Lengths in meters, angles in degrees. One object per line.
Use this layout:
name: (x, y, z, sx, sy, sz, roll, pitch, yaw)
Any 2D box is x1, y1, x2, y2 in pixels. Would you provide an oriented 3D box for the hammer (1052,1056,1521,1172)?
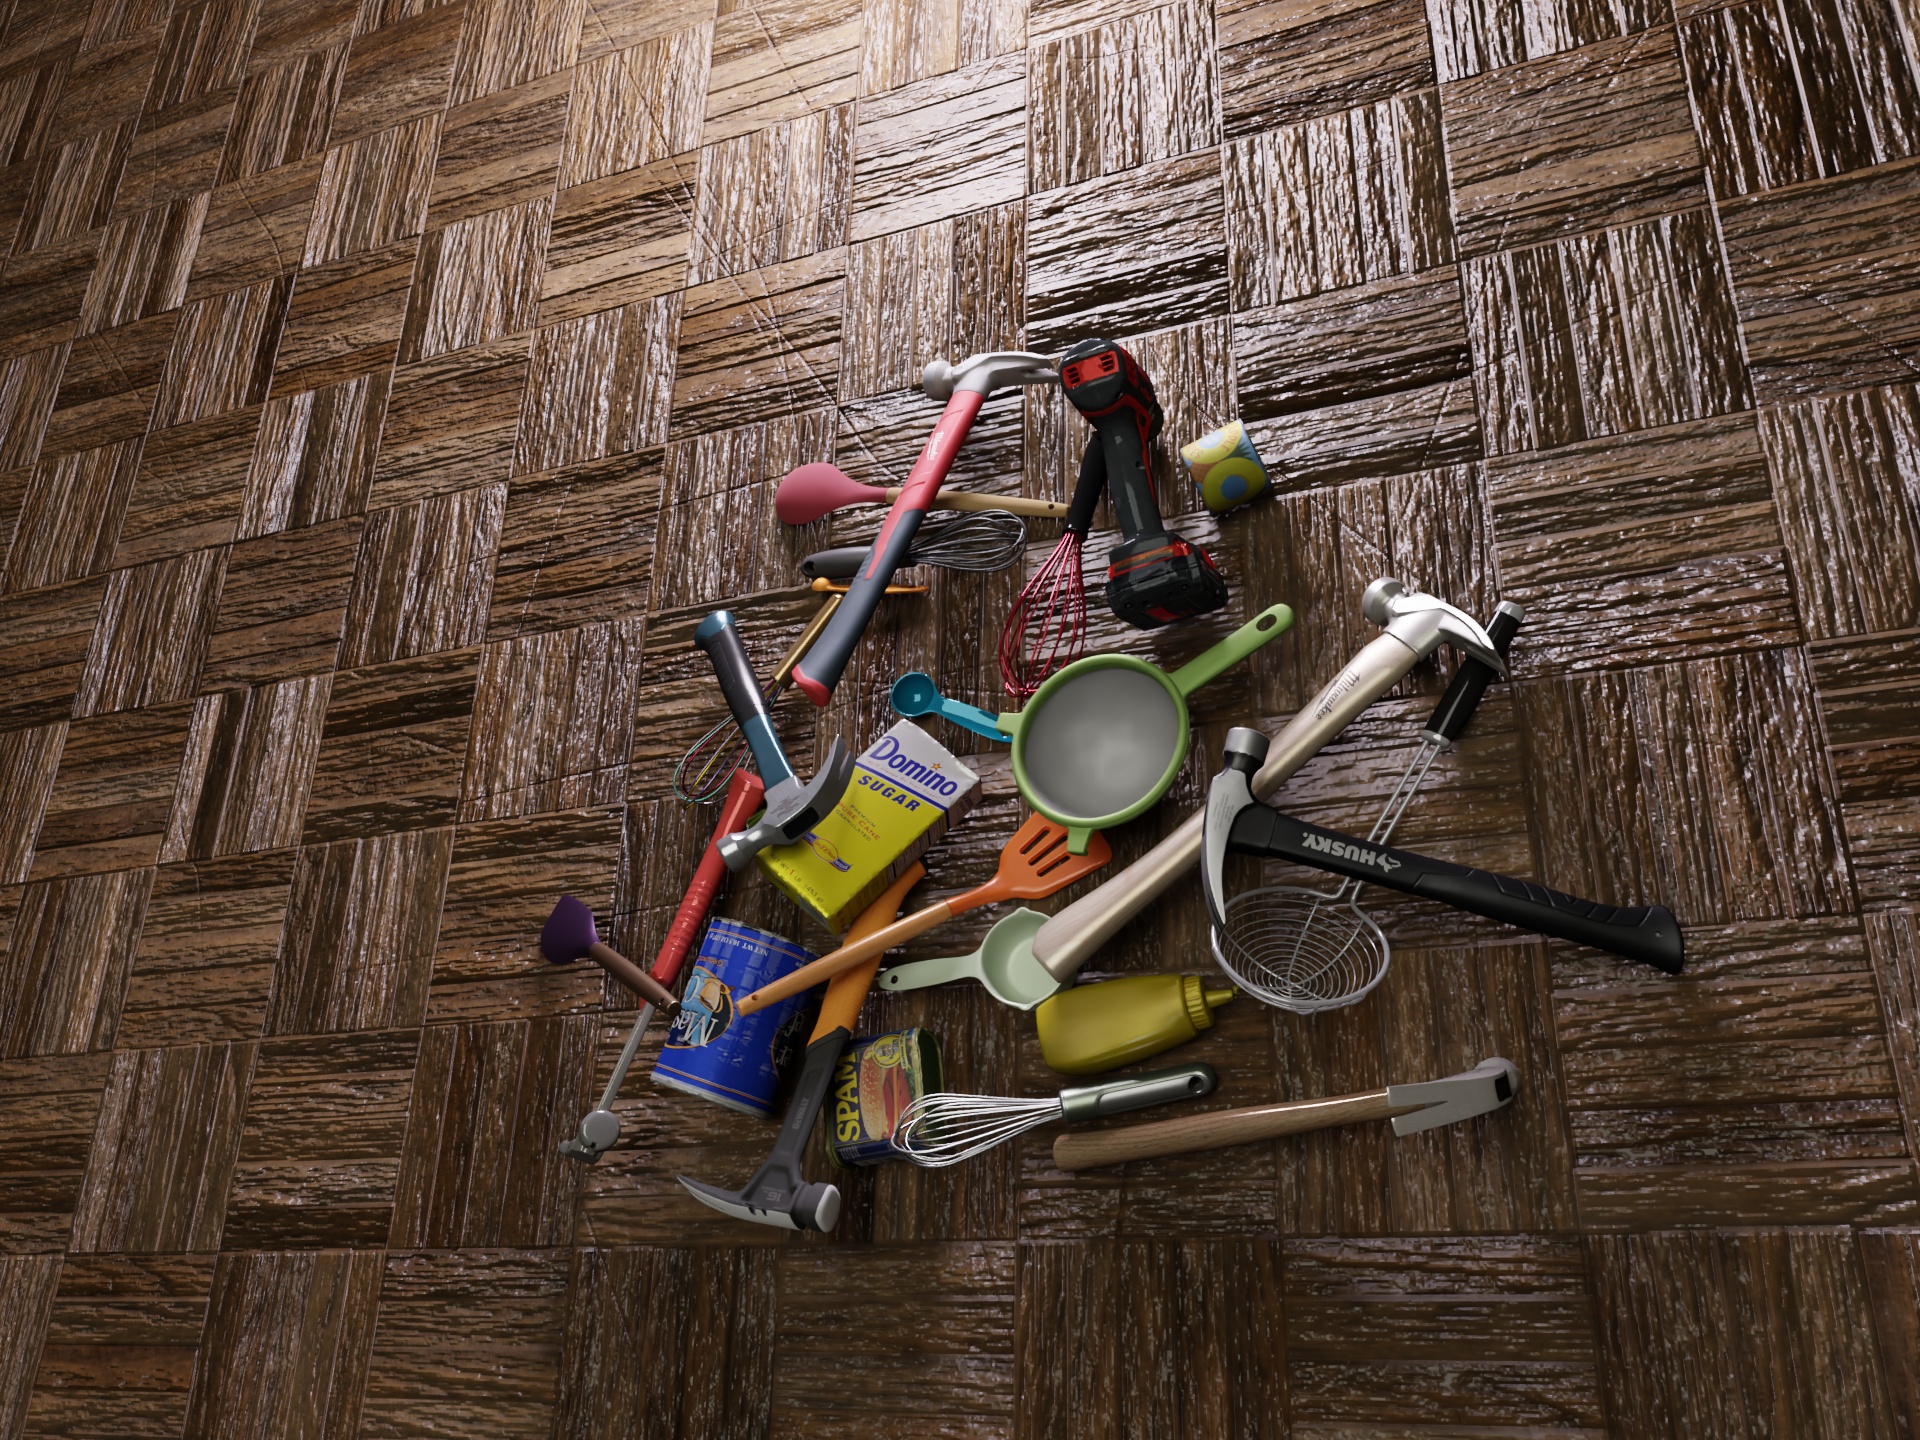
hammer: (0.215, 0.282, 1.114, 0.331, 0.130, 0.031, -17, 77, 27)

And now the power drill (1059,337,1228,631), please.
power drill: (0.153, -0.195, 1.329, 0.080, 0.187, 0.227, -17, 80, 18)

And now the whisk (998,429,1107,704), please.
whisk: (0.094, -0.144, 1.378, 0.073, 0.073, 0.296, 6, 64, 27)

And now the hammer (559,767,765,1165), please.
hammer: (-0.249, 0.205, 1.370, 0.036, 0.149, 0.359, 26, 65, -10)

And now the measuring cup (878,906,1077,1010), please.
measuring cup: (0.015, 0.201, 1.274, 0.167, 0.038, 0.083, -12, 63, 22)

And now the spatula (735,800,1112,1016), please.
spatula: (-0.031, 0.154, 1.262, 0.322, 0.041, 0.081, -24, 55, -21)

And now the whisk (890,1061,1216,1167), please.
whisk: (0.069, 0.288, 1.177, 0.246, 0.059, 0.057, -12, 101, 0)

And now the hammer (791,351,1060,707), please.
hammer: (-0.038, -0.177, 1.412, 0.143, 0.038, 0.386, 5, 58, 37)

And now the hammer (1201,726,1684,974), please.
hammer: (0.330, 0.116, 1.104, 0.335, 0.035, 0.146, 16, 71, 8)

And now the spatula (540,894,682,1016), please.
spatula: (-0.302, 0.204, 1.352, 0.316, 0.018, 0.060, 12, 71, 57)

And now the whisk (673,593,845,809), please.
whisk: (-0.181, -0.017, 1.462, 0.051, 0.047, 0.245, 30, 78, 33)

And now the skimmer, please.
skimmer: (0.315, 0.054, 1.169, 0.127, 0.090, 0.363, 27, 81, 34)

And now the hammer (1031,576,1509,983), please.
hammer: (0.222, 0.056, 1.199, 0.410, 0.038, 0.146, -42, 33, -1)

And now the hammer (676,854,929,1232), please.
hammer: (-0.103, 0.234, 1.255, 0.127, 0.034, 0.337, 2, 50, 25)

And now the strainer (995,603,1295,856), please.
strainer: (0.164, -0.003, 1.277, 0.256, 0.069, 0.152, -35, 55, 7)

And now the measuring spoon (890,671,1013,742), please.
measuring spoon: (-0.002, -0.004, 1.390, 0.129, 0.021, 0.042, 23, 78, 22)

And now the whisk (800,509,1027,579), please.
whisk: (-0.046, -0.155, 1.456, 0.239, 0.055, 0.055, -5, 66, 27)

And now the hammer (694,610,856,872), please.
hammer: (-0.182, -0.003, 1.383, 0.128, 0.033, 0.331, -30, 38, -1)

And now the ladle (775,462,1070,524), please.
ladle: (-0.044, -0.207, 1.491, 0.315, 0.031, 0.069, 8, 71, 26)

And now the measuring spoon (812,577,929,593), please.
measuring spoon: (-0.084, -0.126, 1.470, 0.117, 0.021, 0.011, 3, 111, 21)
